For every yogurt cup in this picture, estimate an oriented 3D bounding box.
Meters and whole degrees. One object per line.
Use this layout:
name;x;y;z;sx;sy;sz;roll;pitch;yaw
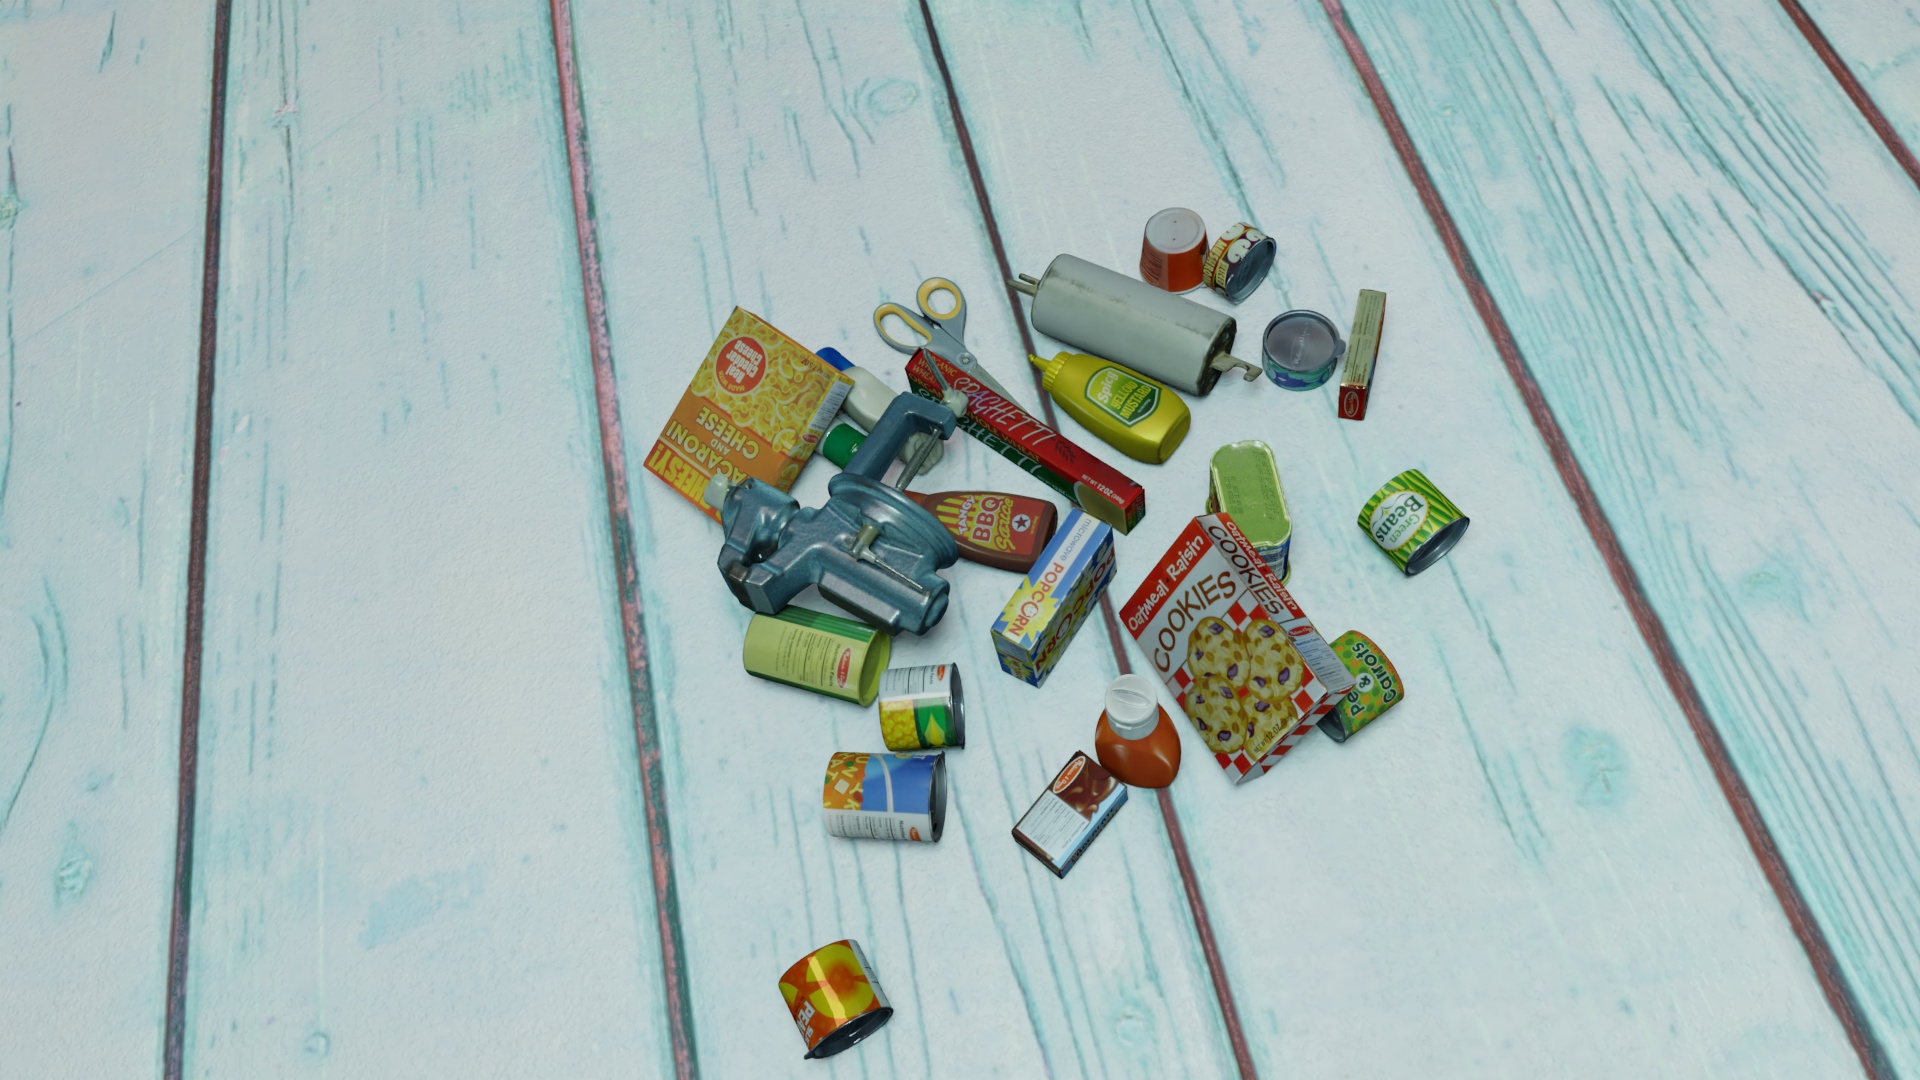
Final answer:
yogurt cup;0.197;-0.267;1.270;0.072;0.053;0.073;-4;62;8

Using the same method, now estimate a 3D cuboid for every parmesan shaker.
parmesan shaker;-0.116;0.088;1.129;0.103;0.071;0.071;13;66;16

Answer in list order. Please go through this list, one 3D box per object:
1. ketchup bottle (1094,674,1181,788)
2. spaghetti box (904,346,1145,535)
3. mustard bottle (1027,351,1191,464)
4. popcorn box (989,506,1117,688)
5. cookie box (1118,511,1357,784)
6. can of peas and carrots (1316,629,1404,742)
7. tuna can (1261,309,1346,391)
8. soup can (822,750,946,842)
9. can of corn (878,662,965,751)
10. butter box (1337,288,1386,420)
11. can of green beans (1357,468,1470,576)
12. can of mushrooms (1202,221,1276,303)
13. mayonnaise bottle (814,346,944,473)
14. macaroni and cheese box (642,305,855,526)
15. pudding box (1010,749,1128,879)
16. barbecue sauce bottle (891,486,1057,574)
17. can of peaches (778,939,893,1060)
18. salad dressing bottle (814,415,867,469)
ketchup bottle;0.128;0.140;1.017;0.065;0.148;0.044;14;68;16
spaghetti box;0.053;-0.088;1.204;0.250;0.050;0.029;35;72;23
mustard bottle;0.121;-0.126;1.212;0.160;0.048;0.065;31;70;22
popcorn box;0.077;0.046;1.110;0.038;0.085;0.127;28;70;20
cookie box;0.203;0.080;1.052;0.040;0.122;0.168;-8;54;-38
can of peas and carrots;0.292;0.109;1.050;0.059;0.070;0.071;-33;63;-9
tuna can;0.299;-0.165;1.213;0.071;0.032;0.071;-4;63;7
soup can;-0.057;0.194;1.067;0.084;0.071;0.071;1;63;10
can of corn;-0.030;0.134;1.095;0.058;0.071;0.071;-6;62;7
butter box;0.345;-0.160;1.191;0.024;0.053;0.104;10;64;17
can of green beans;0.360;-0.015;1.106;0.071;0.071;0.058;-34;63;-8
can of mushrooms;0.248;-0.248;1.244;0.071;0.070;0.033;-44;64;-13
mayonnaise bottle;-0.078;-0.121;1.236;0.041;0.064;0.148;-43;61;-12
macaroni and cheese box;-0.186;-0.102;1.219;0.124;0.040;0.166;35;98;21
pudding box;0.084;0.208;1.056;0.050;0.030;0.084;35;73;24
barbecue sauce bottle;0.004;-0.015;1.177;0.148;0.043;0.065;11;66;15
can of peaches;-0.092;0.330;1.000;0.071;0.071;0.058;-30;62;-6
salad dressing bottle;-0.139;-0.107;1.248;0.148;0.044;0.064;34;81;22
